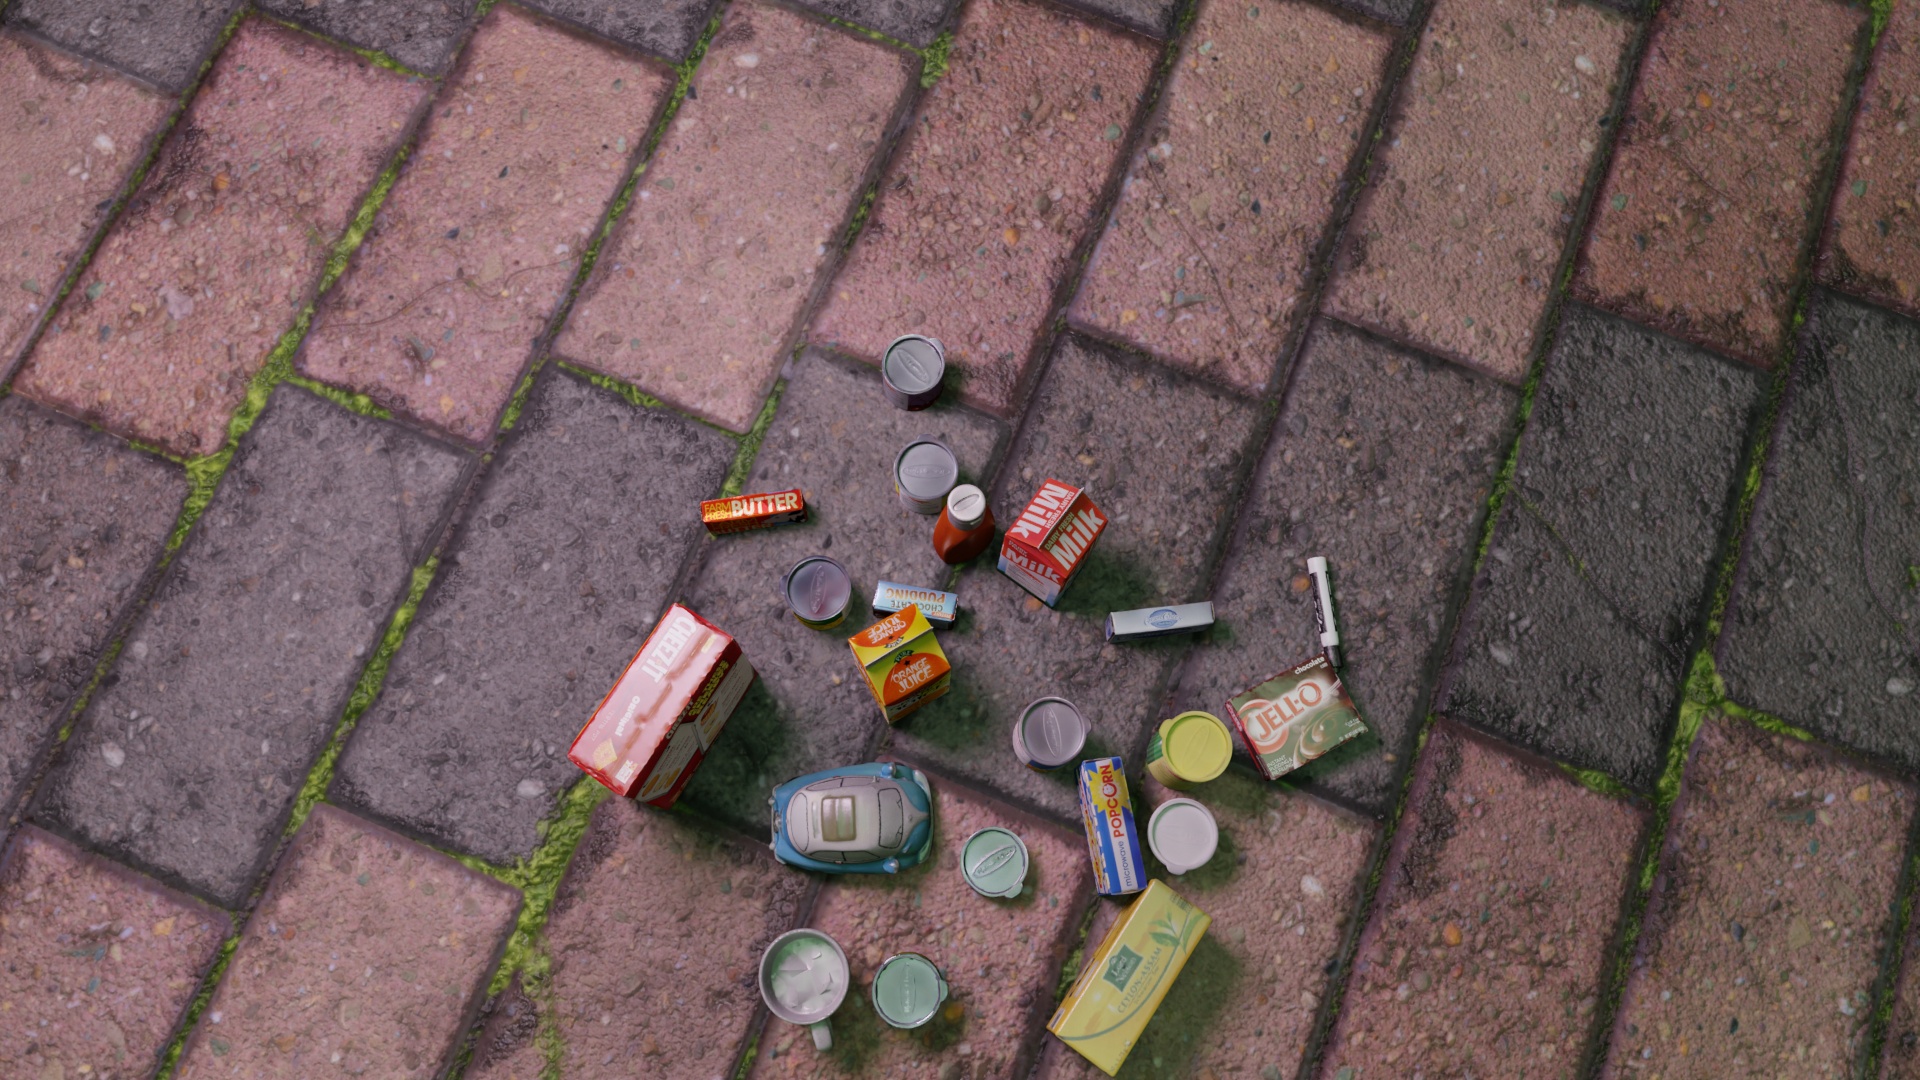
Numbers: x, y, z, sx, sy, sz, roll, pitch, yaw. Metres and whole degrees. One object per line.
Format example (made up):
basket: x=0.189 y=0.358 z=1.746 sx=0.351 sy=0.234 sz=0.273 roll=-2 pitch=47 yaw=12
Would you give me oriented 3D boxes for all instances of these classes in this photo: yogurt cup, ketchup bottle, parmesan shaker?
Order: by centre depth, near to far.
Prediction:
parmesan shaker: x=0.218 y=0.203 z=1.347 sx=0.071 sy=0.103 sz=0.071 roll=0 pitch=76 yaw=-1
yogurt cup: x=0.212 y=0.286 z=1.350 sx=0.072 sy=0.054 sz=0.072 roll=0 pitch=75 yaw=-1
ketchup bottle: x=0.005 y=-0.017 z=1.375 sx=0.065 sy=0.148 sz=0.043 roll=-28 pitch=78 yaw=-8

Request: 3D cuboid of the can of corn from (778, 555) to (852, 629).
can of corn: x=-0.145 y=0.053 z=1.399 sx=0.071 sy=0.058 sz=0.071 roll=0 pitch=76 yaw=-1

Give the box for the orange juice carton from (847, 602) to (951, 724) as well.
orange juice carton: x=-0.056 y=0.116 z=1.316 sx=0.072 sy=0.192 sz=0.073 roll=-28 pitch=78 yaw=-8

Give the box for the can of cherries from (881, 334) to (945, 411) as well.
can of cherries: x=-0.047 y=-0.177 z=1.463 sx=0.071 sy=0.058 sz=0.071 roll=0 pitch=76 yaw=-1

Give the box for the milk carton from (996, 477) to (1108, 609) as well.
milk carton: x=0.089 y=0.001 z=1.351 sx=0.073 sy=0.190 sz=0.072 roll=36 pitch=78 yaw=7

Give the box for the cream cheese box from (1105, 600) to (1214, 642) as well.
cream cheese box: x=0.200 y=0.083 z=1.404 sx=0.104 sy=0.053 sz=0.024 roll=-7 pitch=76 yaw=-3

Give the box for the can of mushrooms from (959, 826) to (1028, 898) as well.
can of mushrooms: x=0.033 y=0.314 z=1.348 sx=0.071 sy=0.033 sz=0.071 roll=0 pitch=75 yaw=-1

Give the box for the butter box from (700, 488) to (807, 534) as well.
butter box: x=-0.211 y=-0.029 z=1.422 sx=0.103 sy=0.053 sz=0.024 roll=-8 pitch=76 yaw=-4

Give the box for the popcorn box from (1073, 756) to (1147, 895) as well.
popcorn box: x=0.143 y=0.275 z=1.335 sx=0.038 sy=0.085 sz=0.127 roll=-10 pitch=76 yaw=-4

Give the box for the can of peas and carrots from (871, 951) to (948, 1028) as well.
can of peas and carrots: x=-0.047 y=0.421 z=1.305 sx=0.071 sy=0.058 sz=0.071 roll=0 pitch=76 yaw=-1

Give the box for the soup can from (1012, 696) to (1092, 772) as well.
soup can: x=0.089 y=0.190 z=1.357 sx=0.071 sy=0.083 sz=0.071 roll=0 pitch=76 yaw=-1

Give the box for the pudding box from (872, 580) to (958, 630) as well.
pudding box: x=-0.046 y=0.066 z=1.403 sx=0.084 sy=0.049 sz=0.030 roll=10 pitch=76 yaw=1

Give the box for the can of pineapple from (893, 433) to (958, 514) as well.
can of pineapple: x=-0.034 y=-0.067 z=1.434 sx=0.071 sy=0.057 sz=0.071 roll=0 pitch=76 yaw=-1
